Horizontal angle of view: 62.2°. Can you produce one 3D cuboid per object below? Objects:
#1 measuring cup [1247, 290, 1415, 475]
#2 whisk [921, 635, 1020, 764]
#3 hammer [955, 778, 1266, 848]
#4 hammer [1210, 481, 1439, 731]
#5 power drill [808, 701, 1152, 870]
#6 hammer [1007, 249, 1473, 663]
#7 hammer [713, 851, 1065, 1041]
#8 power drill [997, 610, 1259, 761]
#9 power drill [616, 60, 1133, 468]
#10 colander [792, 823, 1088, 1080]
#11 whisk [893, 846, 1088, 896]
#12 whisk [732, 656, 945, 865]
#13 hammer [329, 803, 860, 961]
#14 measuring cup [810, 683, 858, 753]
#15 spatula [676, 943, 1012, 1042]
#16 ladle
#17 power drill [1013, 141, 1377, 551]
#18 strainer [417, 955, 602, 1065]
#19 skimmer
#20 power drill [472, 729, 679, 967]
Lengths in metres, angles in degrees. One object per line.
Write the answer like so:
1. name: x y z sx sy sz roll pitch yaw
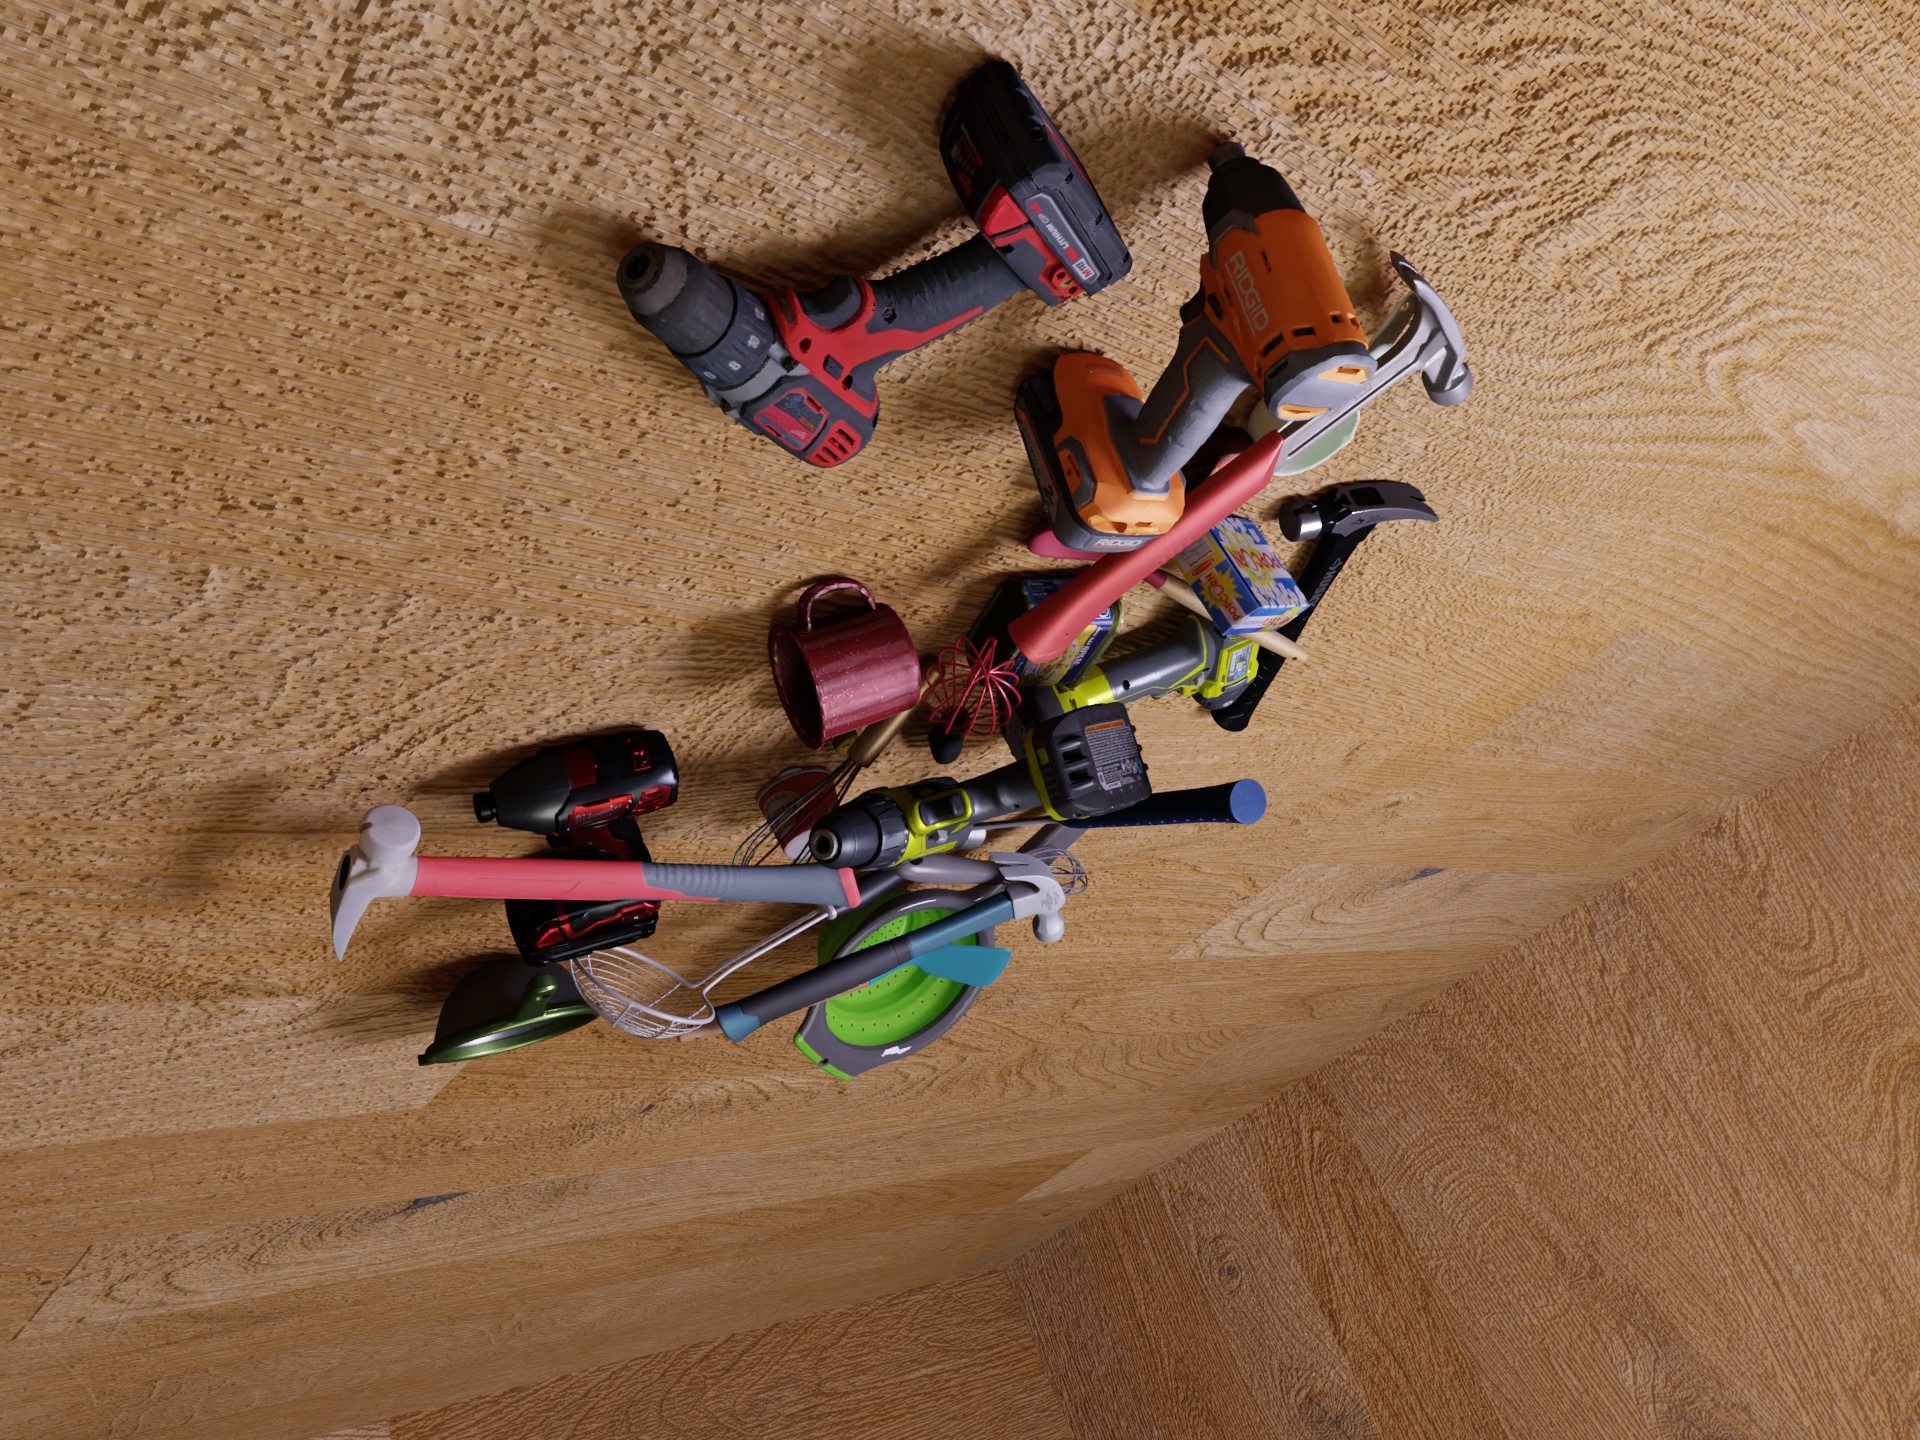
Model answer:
1. measuring cup: 0.258 -0.239 1.095 0.083 0.038 0.167 -6 145 -33
2. whisk: -0.002 -0.004 1.219 0.073 0.073 0.295 -20 171 -10
3. hammer: 0.079 0.083 1.324 0.144 0.035 0.405 1 173 -40
4. hammer: 0.296 -0.090 1.397 0.146 0.035 0.334 -13 151 -20
5. power drill: 0.011 0.059 1.201 0.228 0.080 0.190 -20 175 27
6. hammer: 0.177 -0.160 1.077 0.359 0.037 0.149 -36 147 14
7. hammer: -0.059 0.208 1.416 0.331 0.033 0.128 -21 137 -13
8. power drill: 0.149 -0.024 1.352 0.223 0.080 0.171 -24 153 -9
9. power drill: -0.046 -0.232 0.816 0.226 0.080 0.187 -31 153 17
10. colander: -0.014 0.177 1.572 0.397 0.095 0.204 -43 136 -3
11. whisk: 0.030 0.137 1.465 0.238 0.055 0.055 8 138 -42
12. whisk: -0.098 0.045 1.255 0.245 0.051 0.047 -50 -169 9
13. hammer: -0.252 0.126 1.160 0.386 0.038 0.143 6 138 -33
14. measuring cup: -0.099 -0.005 1.240 0.062 0.029 0.156 -30 166 -7
15. spatula: -0.106 0.253 1.461 0.317 0.044 0.082 -13 152 -26
16. ladle: 0.170 -0.098 1.214 0.315 0.031 0.069 22 152 -39
17. power drill: 0.128 -0.214 0.928 0.084 0.164 0.226 -3 159 -36
18. strainer: -0.373 0.225 1.331 0.151 0.069 0.256 -11 163 -26
19. skimmer: -0.164 0.169 1.376 0.363 0.127 0.090 -27 132 -35
20. power drill: -0.290 0.094 1.198 0.143 0.079 0.219 -13 148 -22
